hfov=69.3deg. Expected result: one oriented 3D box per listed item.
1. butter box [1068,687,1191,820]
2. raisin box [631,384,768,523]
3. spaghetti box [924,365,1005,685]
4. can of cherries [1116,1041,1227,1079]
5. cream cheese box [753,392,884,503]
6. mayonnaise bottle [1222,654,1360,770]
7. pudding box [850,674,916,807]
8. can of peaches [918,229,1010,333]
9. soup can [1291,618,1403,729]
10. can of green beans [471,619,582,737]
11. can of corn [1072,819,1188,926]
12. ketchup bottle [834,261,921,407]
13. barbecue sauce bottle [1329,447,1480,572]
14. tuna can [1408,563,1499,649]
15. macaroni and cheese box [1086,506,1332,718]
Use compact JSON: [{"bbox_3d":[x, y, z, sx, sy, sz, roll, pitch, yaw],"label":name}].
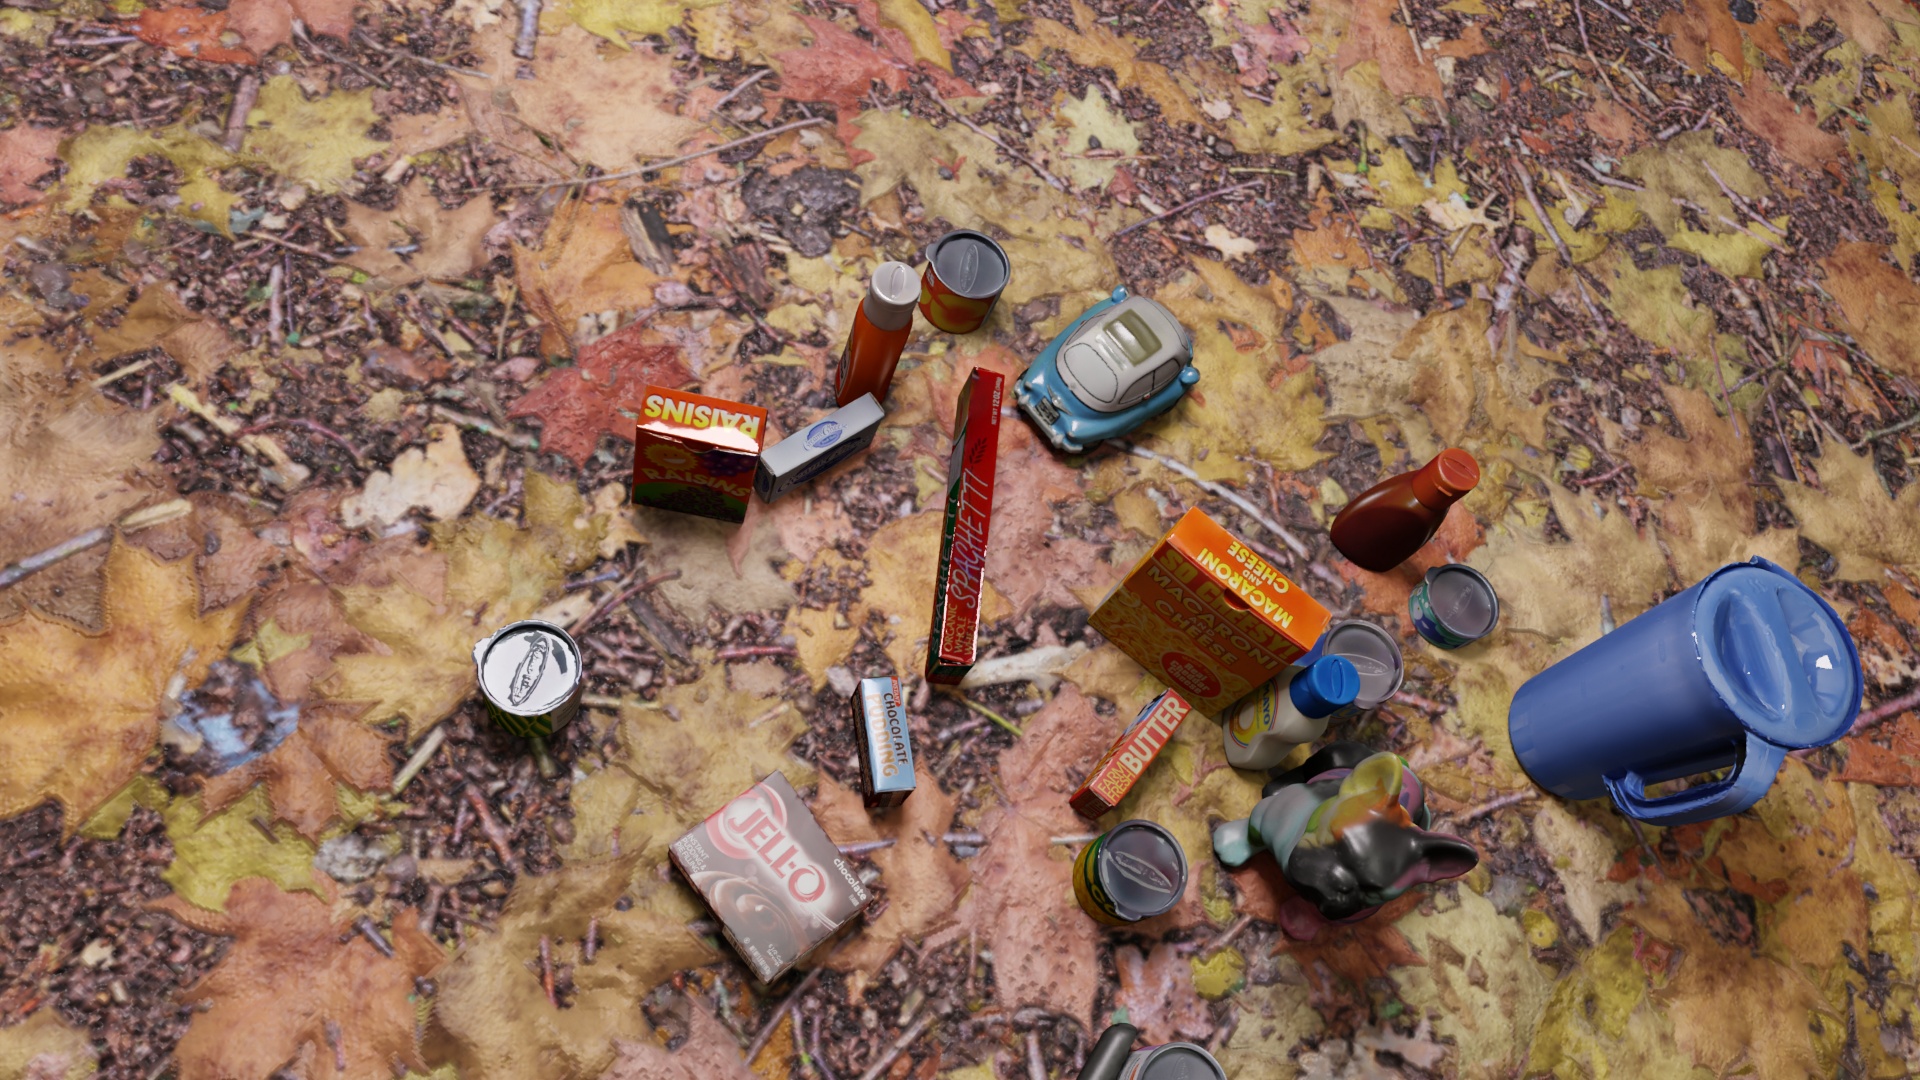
[{"bbox_3d":[0.124,0.157,1.017,0.024,0.053,0.104,42,63,5],"label":"butter box"},{"bbox_3d":[-0.188,-0.059,0.987,0.086,0.123,0.040,12,65,-10],"label":"raisin box"},{"bbox_3d":[0.004,-0.013,1.061,0.029,0.050,0.251,11,64,-10],"label":"spaghetti box"},{"bbox_3d":[0.140,0.371,0.924,0.071,0.058,0.072,6,66,-13],"label":"can of cherries"},{"bbox_3d":[-0.108,-0.070,1.053,0.104,0.053,0.024,-32,79,-25],"label":"cream cheese box"},{"bbox_3d":[0.238,0.122,1.011,0.041,0.147,0.065,10,65,-11],"label":"mayonnaise bottle"},{"bbox_3d":[-0.055,0.142,0.977,0.030,0.049,0.084,-3,68,-16],"label":"pudding box"},{"bbox_3d":[0.000,-0.213,1.143,0.071,0.057,0.071,6,66,-13],"label":"can of peaches"},{"bbox_3d":[0.289,0.107,1.067,0.071,0.083,0.071,6,66,-13],"label":"soup can"},{"bbox_3d":[-0.287,0.093,0.930,0.071,0.057,0.071,6,66,-13],"label":"can of green beans"},{"bbox_3d":[0.117,0.237,0.977,0.071,0.058,0.071,6,66,-13],"label":"can of corn"},{"bbox_3d":[-0.062,-0.155,1.050,0.043,0.148,0.065,13,65,-10],"label":"ketchup bottle"},{"bbox_3d":[0.356,-0.025,1.107,0.065,0.148,0.044,33,63,1],"label":"barbecue sauce bottle"},{"bbox_3d":[0.406,0.054,1.151,0.071,0.032,0.071,6,66,-13],"label":"tuna can"},{"bbox_3d":[0.176,0.058,1.011,0.124,0.165,0.040,38,63,3],"label":"macaroni and cheese box"}]
